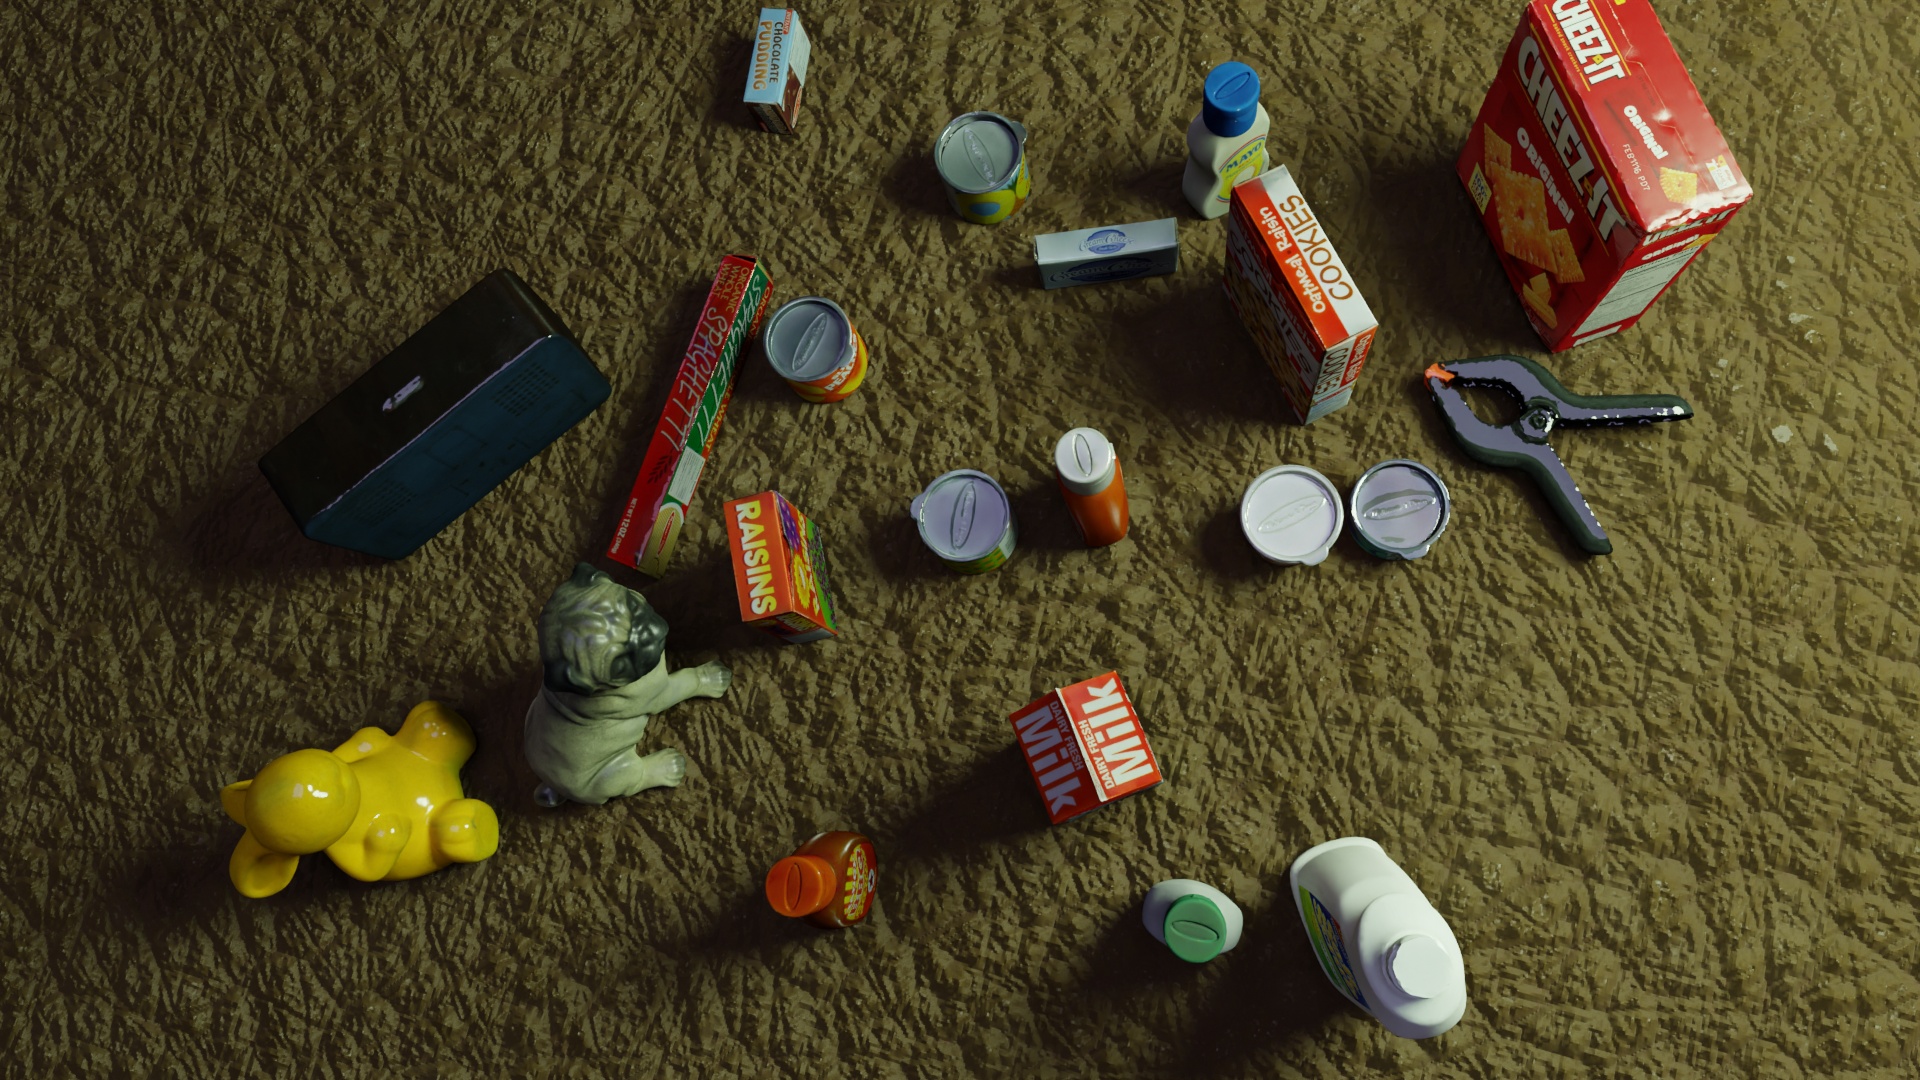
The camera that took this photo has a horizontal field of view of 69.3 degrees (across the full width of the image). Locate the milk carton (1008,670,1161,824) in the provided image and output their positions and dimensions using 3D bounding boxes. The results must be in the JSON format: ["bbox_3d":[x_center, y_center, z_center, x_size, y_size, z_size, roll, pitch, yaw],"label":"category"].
[{"bbox_3d":[0.081,0.133,0.878,0.073,0.190,0.072,-23,76,4],"label":"milk carton"}]

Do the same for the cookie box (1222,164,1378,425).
[{"bbox_3d":[0.222,-0.159,0.931,0.040,0.167,0.123,-27,76,3],"label":"cookie box"}]

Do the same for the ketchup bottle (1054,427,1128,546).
[{"bbox_3d":[0.088,-0.040,0.936,0.043,0.148,0.065,-14,77,6],"label":"ketchup bottle"}]

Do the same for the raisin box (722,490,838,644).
[{"bbox_3d":[-0.123,0.022,0.968,0.040,0.123,0.086,-12,77,6],"label":"raisin box"}]

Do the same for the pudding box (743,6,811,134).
[{"bbox_3d":[-0.143,-0.370,1.094,0.030,0.049,0.084,7,79,10],"label":"pudding box"}]

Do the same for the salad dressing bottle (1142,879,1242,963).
[{"bbox_3d":[0.145,0.238,0.868,0.064,0.147,0.044,13,81,11],"label":"salad dressing bottle"}]

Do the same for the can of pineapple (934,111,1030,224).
[{"bbox_3d":[0.019,-0.280,1.045,0.071,0.058,0.071,-2,78,8],"label":"can of pineapple"}]

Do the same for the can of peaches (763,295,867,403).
[{"bbox_3d":[-0.105,-0.140,1.034,0.071,0.058,0.071,-2,78,8],"label":"can of peaches"}]

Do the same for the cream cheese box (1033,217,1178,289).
[{"bbox_3d":[0.108,-0.210,1.019,0.104,0.053,0.024,-6,78,7],"label":"cream cheese box"}]

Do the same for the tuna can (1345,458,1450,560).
[{"bbox_3d":[0.302,-0.018,0.958,0.071,0.033,0.071,-2,78,8],"label":"tuna can"}]

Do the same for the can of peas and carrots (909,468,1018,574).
[{"bbox_3d":[0.004,-0.012,0.989,0.071,0.058,0.071,-2,78,8],"label":"can of peas and carrots"}]

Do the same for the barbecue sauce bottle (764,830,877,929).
[{"bbox_3d":[-0.090,0.223,0.907,0.044,0.148,0.065,3,79,10],"label":"barbecue sauce bottle"}]

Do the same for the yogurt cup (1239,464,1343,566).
[{"bbox_3d":[0.226,-0.013,0.958,0.072,0.054,0.072,-2,78,8],"label":"yogurt cup"}]

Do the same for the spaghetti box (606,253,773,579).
[{"bbox_3d":[-0.200,-0.094,1.043,0.029,0.050,0.250,17,81,12],"label":"spaghetti box"}]

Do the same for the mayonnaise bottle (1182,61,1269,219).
[{"bbox_3d":[0.187,-0.280,0.973,0.065,0.148,0.041,-36,76,0],"label":"mayonnaise bottle"}]
